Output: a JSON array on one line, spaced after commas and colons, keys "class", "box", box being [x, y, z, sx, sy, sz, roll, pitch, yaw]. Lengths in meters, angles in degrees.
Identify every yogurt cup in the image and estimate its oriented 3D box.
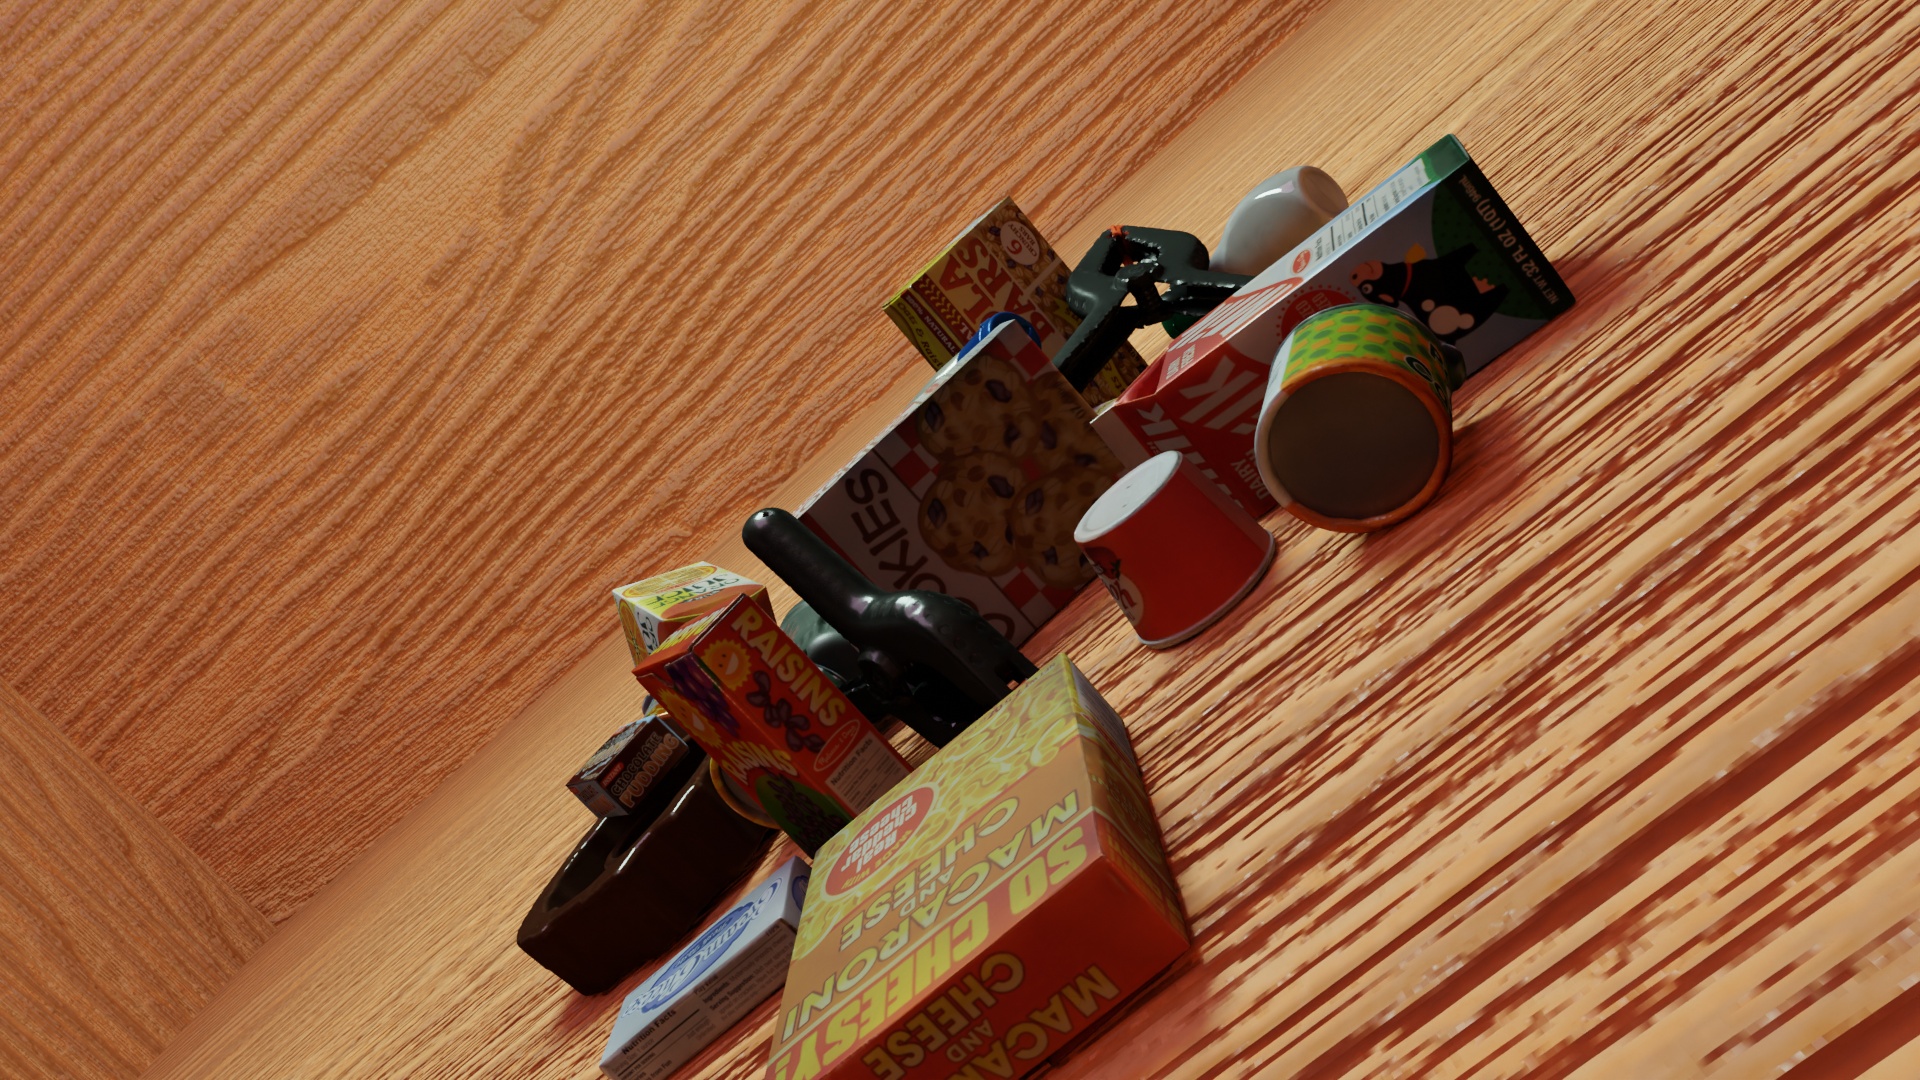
[{"class": "yogurt cup", "box": [0.083, 0.001, 0.554, 0.072, 0.054, 0.072, -40, 11, 9]}]

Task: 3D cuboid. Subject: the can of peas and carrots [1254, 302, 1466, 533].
[{"class": "can of peas and carrots", "box": [0.142, -0.044, 0.492, 0.070, 0.071, 0.059, -36, 12, 31]}]

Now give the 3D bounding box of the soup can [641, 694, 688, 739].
[{"class": "soup can", "box": [-0.195, 0.137, 0.971, 0.071, 0.071, 0.084, -41, 10, 6]}]

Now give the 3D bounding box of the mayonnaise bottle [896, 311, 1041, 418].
[{"class": "mayonnaise bottle", "box": [-0.004, -0.083, 0.844, 0.065, 0.041, 0.147, -43, 1, -42]}]

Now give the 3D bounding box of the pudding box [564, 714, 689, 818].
[{"class": "pudding box", "box": [-0.189, 0.129, 0.787, 0.050, 0.030, 0.083, -49, 12, -27]}]

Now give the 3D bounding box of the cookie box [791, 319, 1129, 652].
[{"class": "cookie box", "box": [0.002, -0.009, 0.695, 0.167, 0.123, 0.040, -43, 10, -3]}]

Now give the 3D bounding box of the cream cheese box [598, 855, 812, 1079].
[{"class": "cream cheese box", "box": [-0.100, 0.181, 0.576, 0.103, 0.024, 0.053, -41, 12, 8]}]

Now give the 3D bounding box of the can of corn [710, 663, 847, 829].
[{"class": "can of corn", "box": [-0.086, 0.107, 0.710, 0.071, 0.071, 0.058, -36, 17, 31]}]

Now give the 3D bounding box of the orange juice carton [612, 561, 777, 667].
[{"class": "orange juice carton", "box": [-0.170, 0.067, 0.934, 0.073, 0.071, 0.192, -19, 14, -24]}]

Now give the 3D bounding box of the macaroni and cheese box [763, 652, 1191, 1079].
[{"class": "macaroni and cheese box", "box": [0.003, 0.111, 0.437, 0.123, 0.040, 0.167, -40, 10, 9]}]

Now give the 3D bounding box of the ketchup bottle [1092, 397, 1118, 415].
[{"class": "ketchup bottle", "box": [0.091, -0.058, 0.794, 0.065, 0.043, 0.148, -41, 9, -15]}]

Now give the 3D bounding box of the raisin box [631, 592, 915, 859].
[{"class": "raisin box", "box": [-0.080, 0.086, 0.615, 0.040, 0.123, 0.086, -47, 12, -28]}]

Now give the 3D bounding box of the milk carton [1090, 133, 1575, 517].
[{"class": "milk carton", "box": [0.149, -0.078, 0.587, 0.190, 0.072, 0.074, -36, 12, 25]}]

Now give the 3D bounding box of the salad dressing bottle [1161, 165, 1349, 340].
[{"class": "salad dressing bottle", "box": [0.187, -0.181, 0.907, 0.147, 0.064, 0.044, -42, 9, 49]}]

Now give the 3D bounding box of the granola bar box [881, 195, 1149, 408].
[{"class": "granola bar box", "box": [0.044, -0.128, 0.912, 0.039, 0.165, 0.125, -29, 17, 50]}]
